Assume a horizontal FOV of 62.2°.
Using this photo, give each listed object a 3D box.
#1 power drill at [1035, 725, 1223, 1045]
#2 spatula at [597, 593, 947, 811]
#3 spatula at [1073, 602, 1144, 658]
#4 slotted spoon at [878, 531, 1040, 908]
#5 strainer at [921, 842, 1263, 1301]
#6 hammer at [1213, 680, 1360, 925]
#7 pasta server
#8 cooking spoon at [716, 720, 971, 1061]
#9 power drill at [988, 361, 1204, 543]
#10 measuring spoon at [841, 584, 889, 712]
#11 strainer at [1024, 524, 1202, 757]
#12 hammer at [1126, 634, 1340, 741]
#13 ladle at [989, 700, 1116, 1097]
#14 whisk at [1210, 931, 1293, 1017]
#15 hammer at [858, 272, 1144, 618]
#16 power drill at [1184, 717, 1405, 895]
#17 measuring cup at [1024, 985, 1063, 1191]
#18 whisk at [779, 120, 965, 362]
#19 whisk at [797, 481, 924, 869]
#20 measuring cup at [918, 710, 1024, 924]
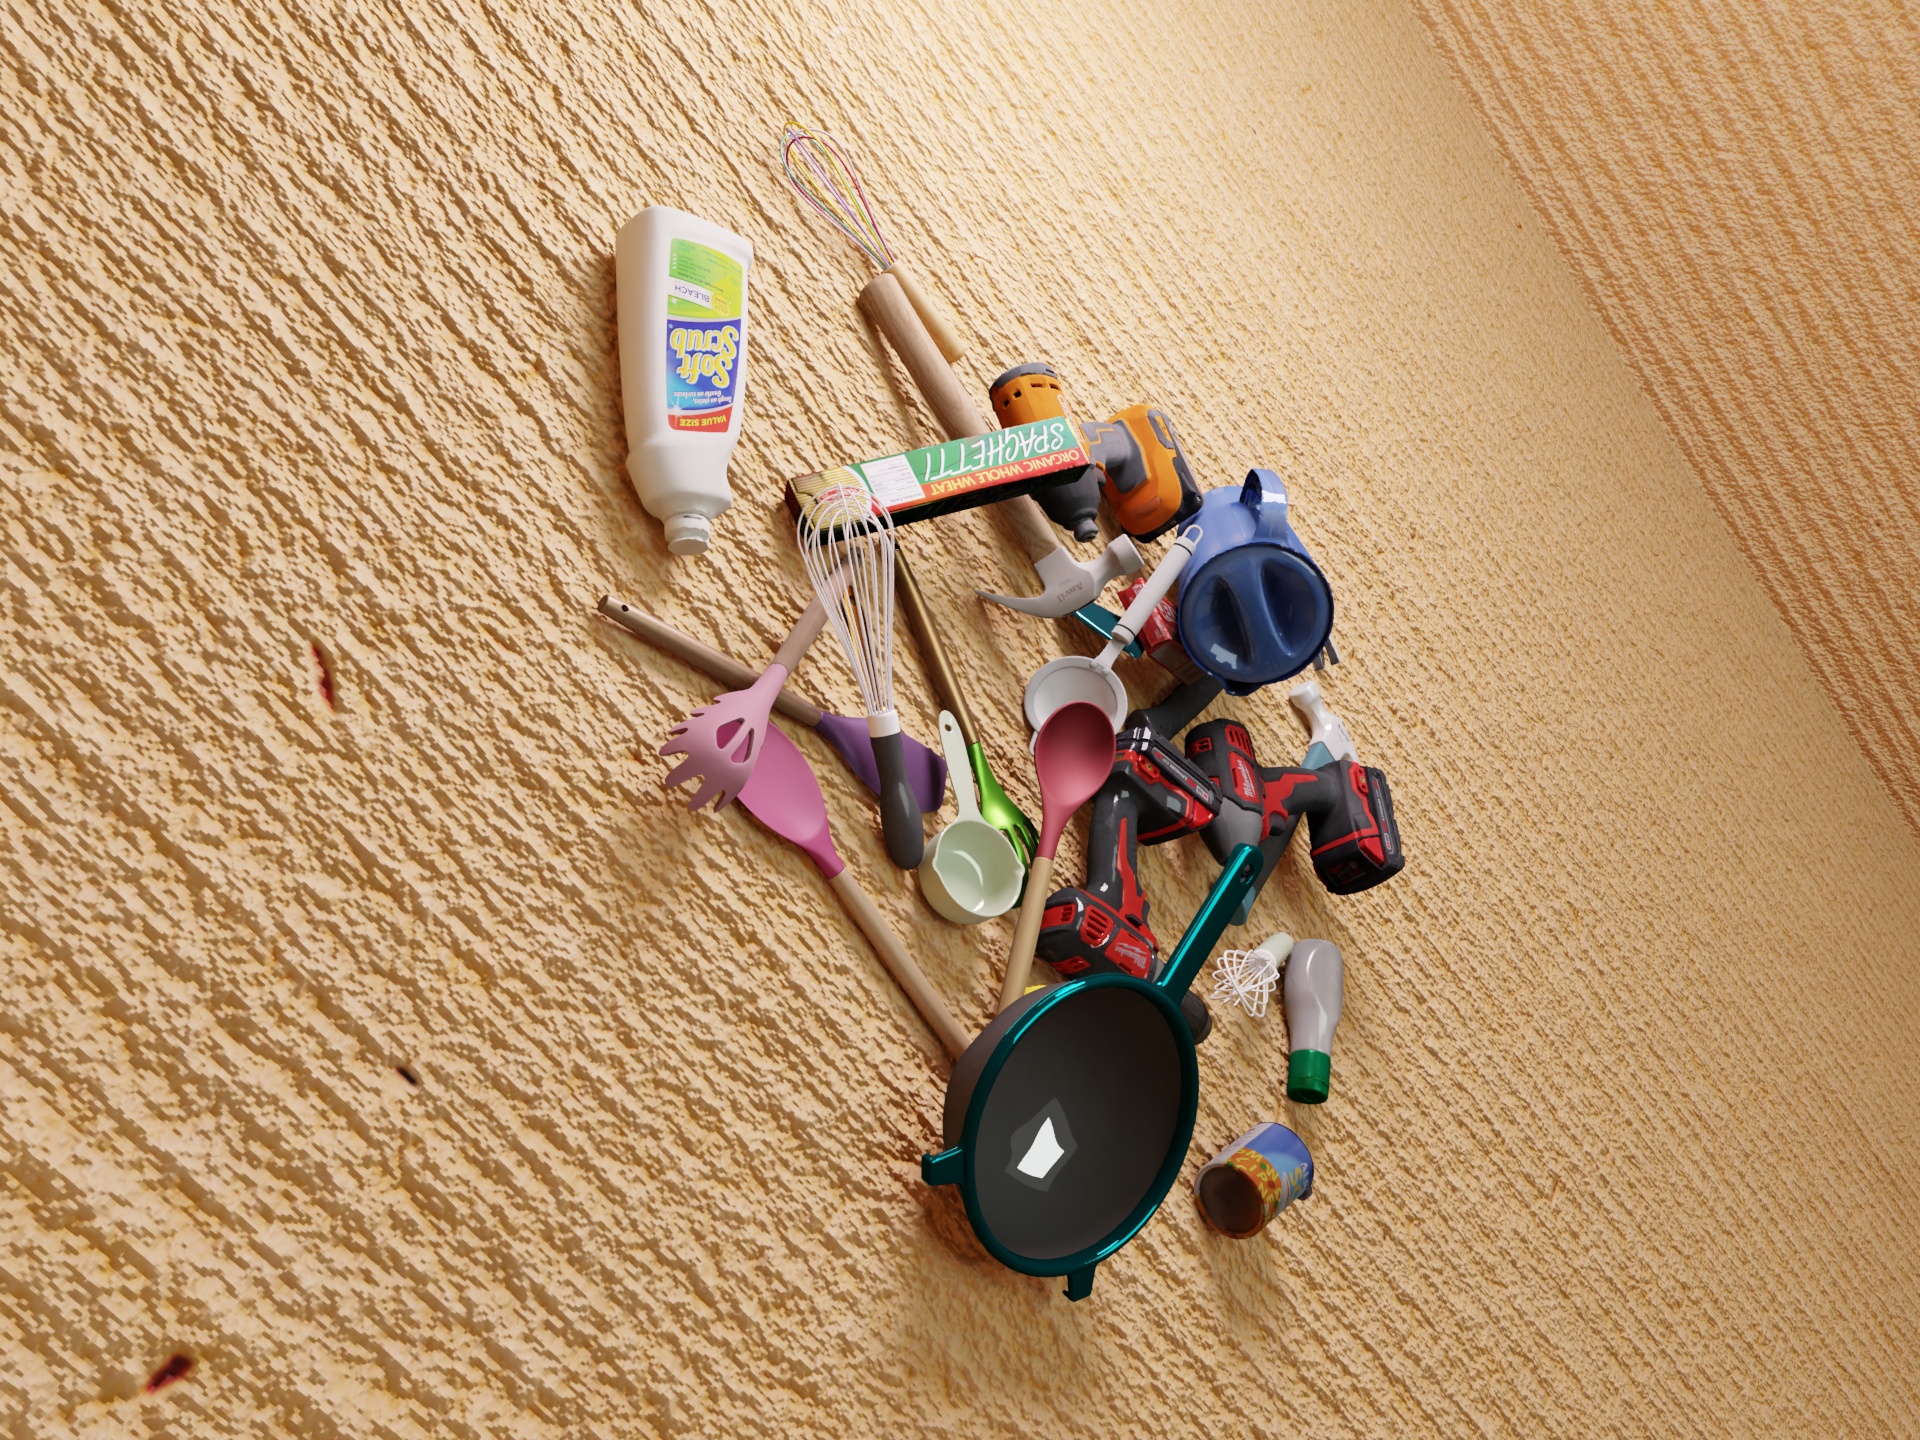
[{"bbox_3d":[0.152,0.140,1.308,0.187,0.080,0.227,39,49,-27],"label":"power drill"},{"bbox_3d":[-0.123,-0.010,1.127,0.315,0.018,0.060,31,55,-35],"label":"spatula"},{"bbox_3d":[0.063,-0.186,1.393,0.317,0.044,0.082,58,21,-10],"label":"spatula"},{"bbox_3d":[-0.002,-0.004,1.250,0.070,0.031,0.314,-16,82,-45],"label":"slotted spoon"},{"bbox_3d":[0.096,0.219,1.127,0.210,0.095,0.340,48,68,-33],"label":"strainer"},{"bbox_3d":[0.316,0.089,1.542,0.128,0.033,0.331,55,41,-10],"label":"hammer"},{"bbox_3d":[-0.124,-0.044,1.113,0.060,0.040,0.316,49,32,-16],"label":"pasta server"},{"bbox_3d":[-0.073,0.127,1.112,0.318,0.017,0.069,56,42,-10],"label":"cooking spoon"},{"bbox_3d":[0.128,-0.223,1.431,0.226,0.084,0.164,3,61,-53],"label":"power drill"},{"bbox_3d":[-0.070,-0.051,1.209,0.021,0.011,0.117,-2,72,-48],"label":"measuring spoon"},{"bbox_3d":[0.135,-0.065,1.352,0.087,0.050,0.258,33,77,13],"label":"strainer"},{"bbox_3d":[0.268,-0.055,1.563,0.409,0.036,0.149,-36,100,-49],"label":"hammer"},{"bbox_3d":[0.059,0.130,1.206,0.069,0.031,0.316,23,66,-18],"label":"ladle"},{"bbox_3d":[0.257,0.210,1.359,0.059,0.058,0.246,60,18,9],"label":"whisk"},{"bbox_3d":[0.011,-0.230,1.330,0.331,0.130,0.031,58,9,8],"label":"hammer"},{"bbox_3d":[0.298,0.088,1.445,0.219,0.078,0.143,15,57,-34],"label":"power drill"},{"bbox_3d":[0.070,0.273,1.182,0.062,0.029,0.157,10,62,-44],"label":"measuring cup"},{"bbox_3d":[-0.073,-0.408,1.365,0.244,0.047,0.051,50,41,-22],"label":"whisk"},{"bbox_3d":[-0.061,-0.030,1.140,0.070,0.070,0.284,-22,105,-50],"label":"whisk"},{"bbox_3d":[-0.004,0.074,1.198,0.083,0.038,0.168,6,61,-34],"label":"measuring cup"}]
